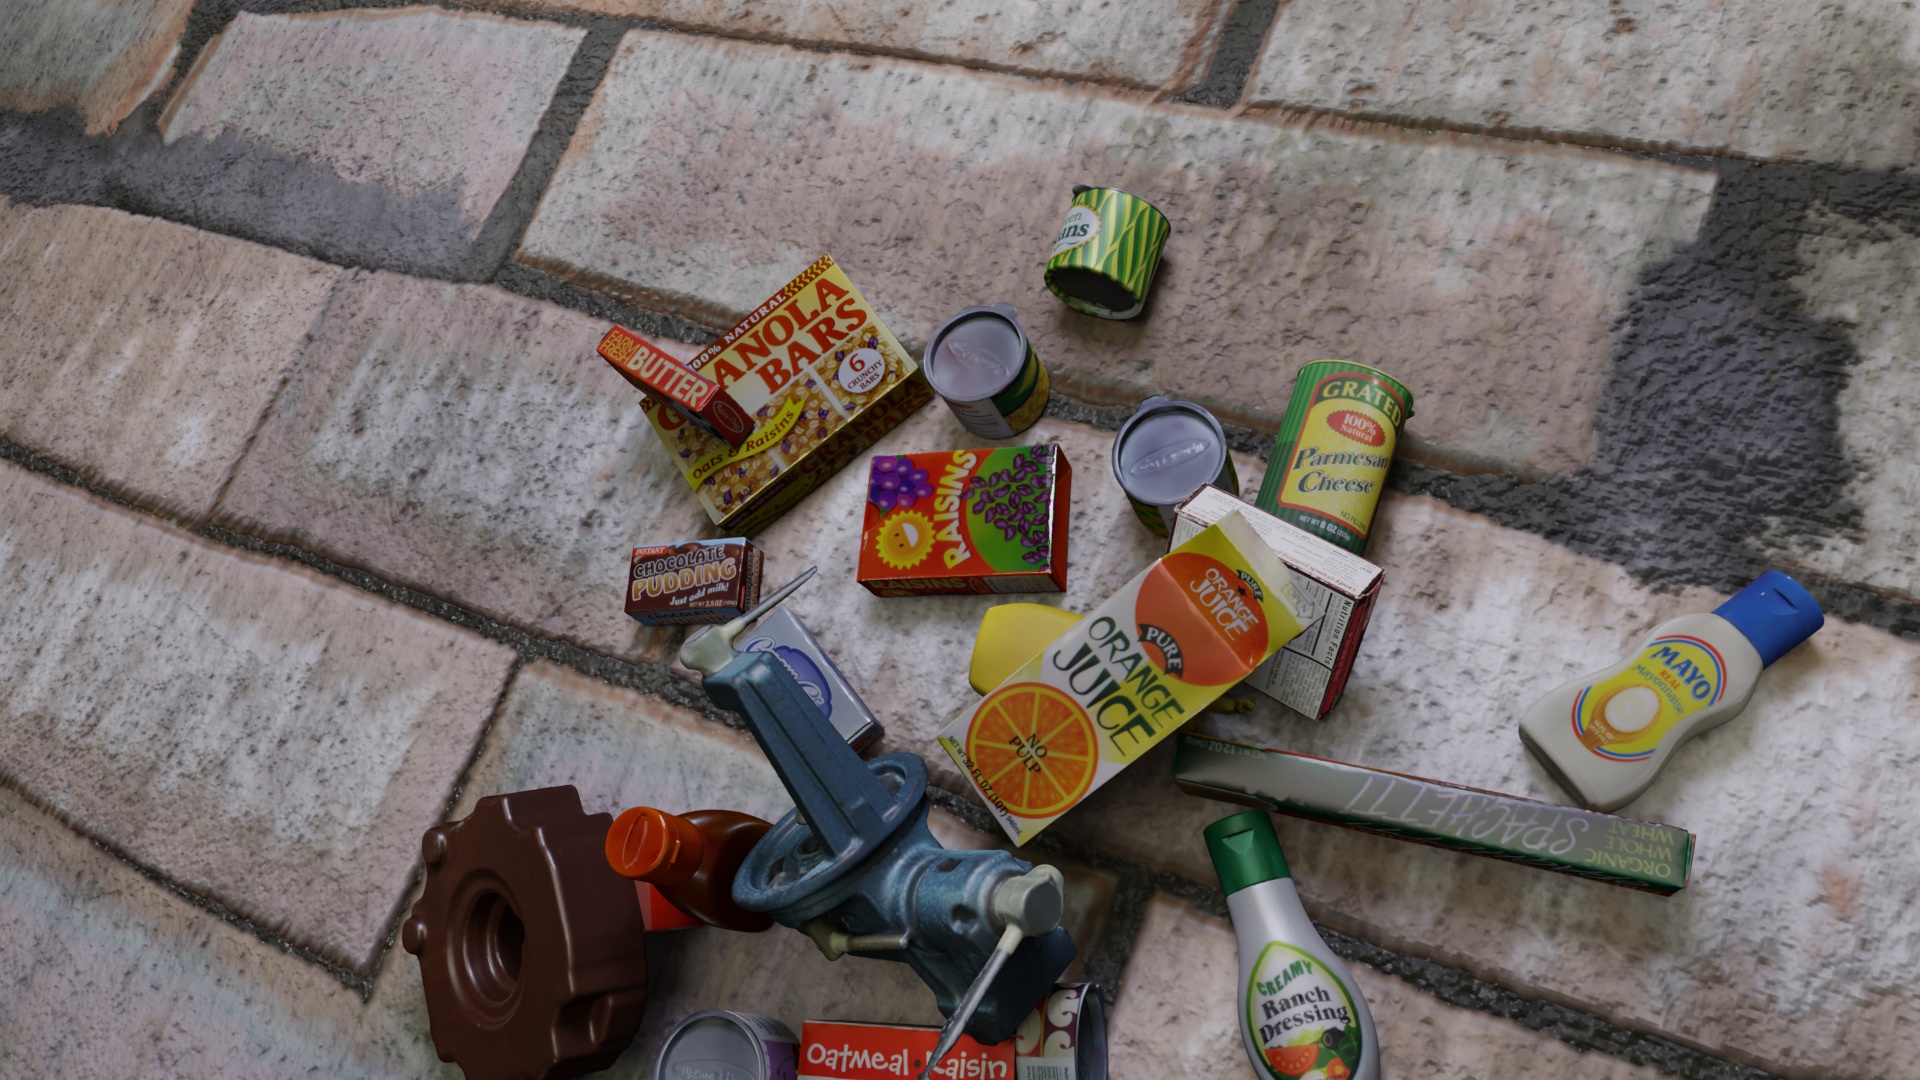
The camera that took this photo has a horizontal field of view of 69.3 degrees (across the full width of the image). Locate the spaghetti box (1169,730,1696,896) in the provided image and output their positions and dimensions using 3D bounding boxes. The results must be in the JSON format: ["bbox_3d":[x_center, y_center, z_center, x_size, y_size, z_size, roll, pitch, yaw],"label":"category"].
[{"bbox_3d":[0.233,0.137,0.707,0.250,0.050,0.029,9,74,22],"label":"spaghetti box"}]

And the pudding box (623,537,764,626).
[{"bbox_3d":[-0.173,0.027,0.904,0.083,0.030,0.050,-3,67,18],"label":"pudding box"}]

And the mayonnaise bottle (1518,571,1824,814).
[{"bbox_3d":[0.358,0.072,0.696,0.148,0.041,0.065,-37,59,2],"label":"mayonnaise bottle"}]

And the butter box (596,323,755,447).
[{"bbox_3d":[-0.186,-0.101,0.903,0.103,0.053,0.024,31,80,28],"label":"butter box"}]

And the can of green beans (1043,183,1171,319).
[{"bbox_3d":[0.092,-0.181,0.877,0.071,0.071,0.058,15,75,24],"label":"can of green beans"}]

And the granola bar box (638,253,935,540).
[{"bbox_3d":[-0.117,-0.096,0.930,0.165,0.039,0.124,-38,61,1],"label":"granola bar box"}]

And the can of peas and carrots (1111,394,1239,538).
[{"bbox_3d":[0.126,-0.042,0.813,0.071,0.058,0.071,-7,66,16],"label":"can of peas and carrots"}]

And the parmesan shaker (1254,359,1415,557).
[{"bbox_3d":[0.210,-0.040,0.780,0.071,0.071,0.103,15,75,24],"label":"parmesan shaker"}]

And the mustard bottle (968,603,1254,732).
[{"bbox_3d":[0.086,0.079,0.783,0.160,0.048,0.065,12,78,22],"label":"mustard bottle"}]

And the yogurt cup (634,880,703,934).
[{"bbox_3d":[-0.180,0.203,0.816,0.072,0.072,0.054,-10,74,15],"label":"yogurt cup"}]

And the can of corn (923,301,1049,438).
[{"bbox_3d":[0.019,-0.107,0.876,0.071,0.058,0.071,-7,67,17],"label":"can of corn"}]

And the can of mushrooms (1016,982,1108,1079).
[{"bbox_3d":[0.053,0.259,0.712,0.033,0.071,0.071,-6,67,18],"label":"can of mushrooms"}]

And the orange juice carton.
[{"bbox_3d":[0.088,0.069,0.715,0.192,0.073,0.072,-40,79,12],"label":"orange juice carton"}]

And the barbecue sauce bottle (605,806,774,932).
[{"bbox_3d":[-0.140,0.177,0.764,0.044,0.148,0.065,9,73,22],"label":"barbecue sauce bottle"}]

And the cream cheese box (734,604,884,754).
[{"bbox_3d":[-0.098,0.094,0.853,0.053,0.024,0.104,-41,62,-1],"label":"cream cheese box"}]

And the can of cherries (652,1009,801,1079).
[{"bbox_3d":[-0.127,0.296,0.761,0.071,0.058,0.072,-6,67,16],"label":"can of cherries"}]

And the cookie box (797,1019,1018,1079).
[{"bbox_3d":[-0.028,0.339,0.720,0.123,0.040,0.168,-3,69,18],"label":"cookie box"}]

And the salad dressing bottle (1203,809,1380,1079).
[{"bbox_3d":[0.163,0.212,0.704,0.064,0.044,0.148,-21,63,10],"label":"salad dressing bottle"}]

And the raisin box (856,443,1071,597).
[{"bbox_3d":[0.003,-0.011,0.854,0.123,0.040,0.086,-3,69,19],"label":"raisin box"}]
